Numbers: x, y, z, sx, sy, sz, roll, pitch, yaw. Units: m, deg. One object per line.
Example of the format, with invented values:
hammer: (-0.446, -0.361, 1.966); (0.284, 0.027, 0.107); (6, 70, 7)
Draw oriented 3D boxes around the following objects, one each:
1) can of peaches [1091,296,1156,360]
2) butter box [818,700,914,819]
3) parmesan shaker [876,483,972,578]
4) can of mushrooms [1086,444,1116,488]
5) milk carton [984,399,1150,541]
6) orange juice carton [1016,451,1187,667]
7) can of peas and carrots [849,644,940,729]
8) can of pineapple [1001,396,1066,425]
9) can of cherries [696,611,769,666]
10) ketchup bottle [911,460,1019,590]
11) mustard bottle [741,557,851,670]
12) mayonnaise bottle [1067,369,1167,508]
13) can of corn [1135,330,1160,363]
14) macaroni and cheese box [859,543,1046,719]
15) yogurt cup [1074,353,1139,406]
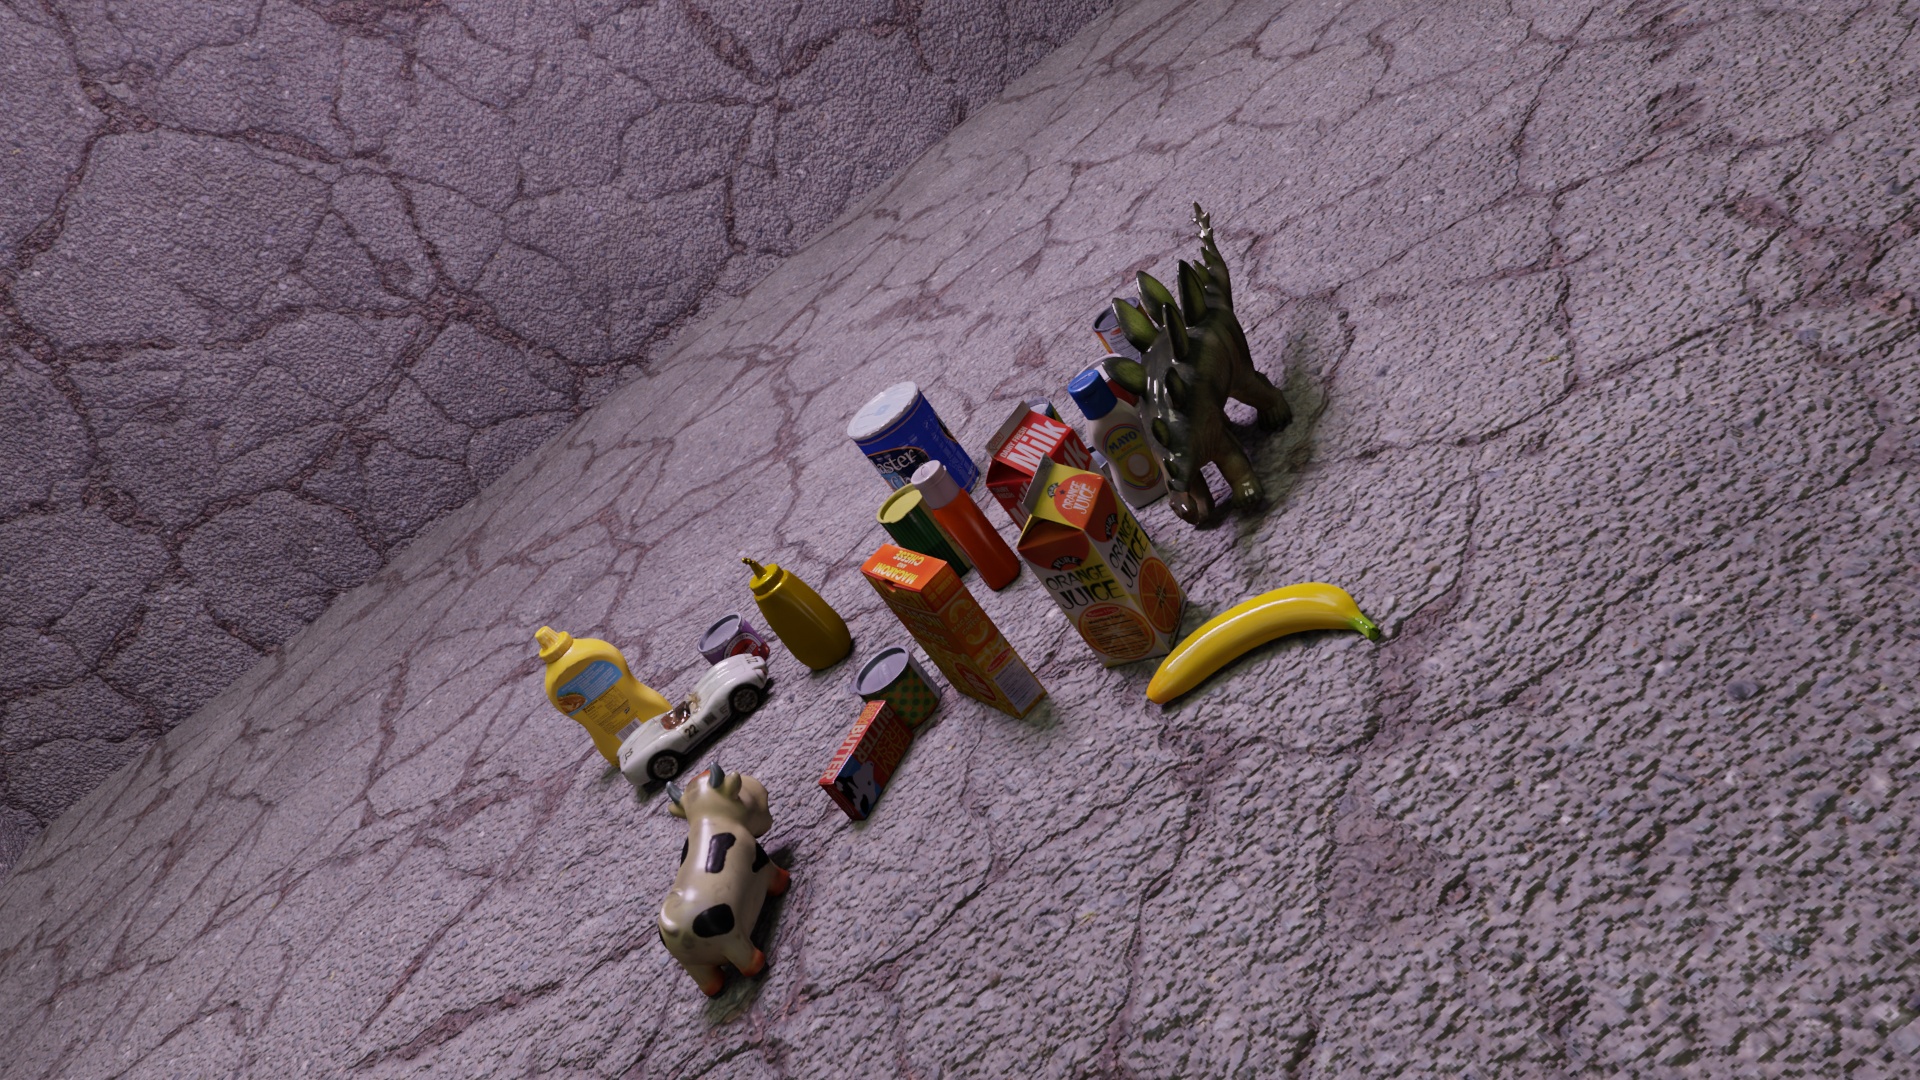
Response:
can of peaches: (0.205, -0.257, 1.705); (0.071, 0.058, 0.071); (-30, 26, 16)
butter box: (-0.087, 0.205, 1.301); (0.024, 0.053, 0.104); (-12, 35, 43)
parmesan shaker: (-0.037, -0.004, 1.533); (0.071, 0.103, 0.071); (-30, 26, 16)
can of mushrooms: (0.144, -0.073, 1.498); (0.071, 0.033, 0.071); (-29, 26, 16)
milk carton: (0.093, -0.041, 1.326); (0.073, 0.190, 0.073); (-4, 40, 50)
orange juice carton: (0.114, 0.015, 1.200); (0.073, 0.192, 0.072); (-18, 31, 36)
can of peas and carrots: (-0.064, 0.147, 1.362); (0.071, 0.058, 0.071); (-30, 26, 16)
can of pineapple: (0.091, -0.126, 1.628); (0.071, 0.057, 0.071); (-30, 26, 16)
can of cherries: (-0.270, 0.129, 1.659); (0.071, 0.058, 0.072); (-30, 26, 16)
ketchup bottle: (0.005, -0.018, 1.448); (0.043, 0.148, 0.065); (-34, 25, 7)
mustard bottle: (-0.186, 0.072, 1.528); (0.065, 0.160, 0.049); (-27, 27, 22)
mayonnaise bottle: (0.160, -0.104, 1.396); (0.064, 0.147, 0.041); (-33, 25, 10)
can of corn: (0.240, -0.199, 1.561); (0.071, 0.058, 0.071); (-30, 26, 16)
macaroni and cheese box: (-0.008, 0.083, 1.273); (0.040, 0.166, 0.124); (-45, 26, -16)
yogurt cup: (0.172, -0.176, 1.614); (0.072, 0.054, 0.073); (-30, 26, 16)
